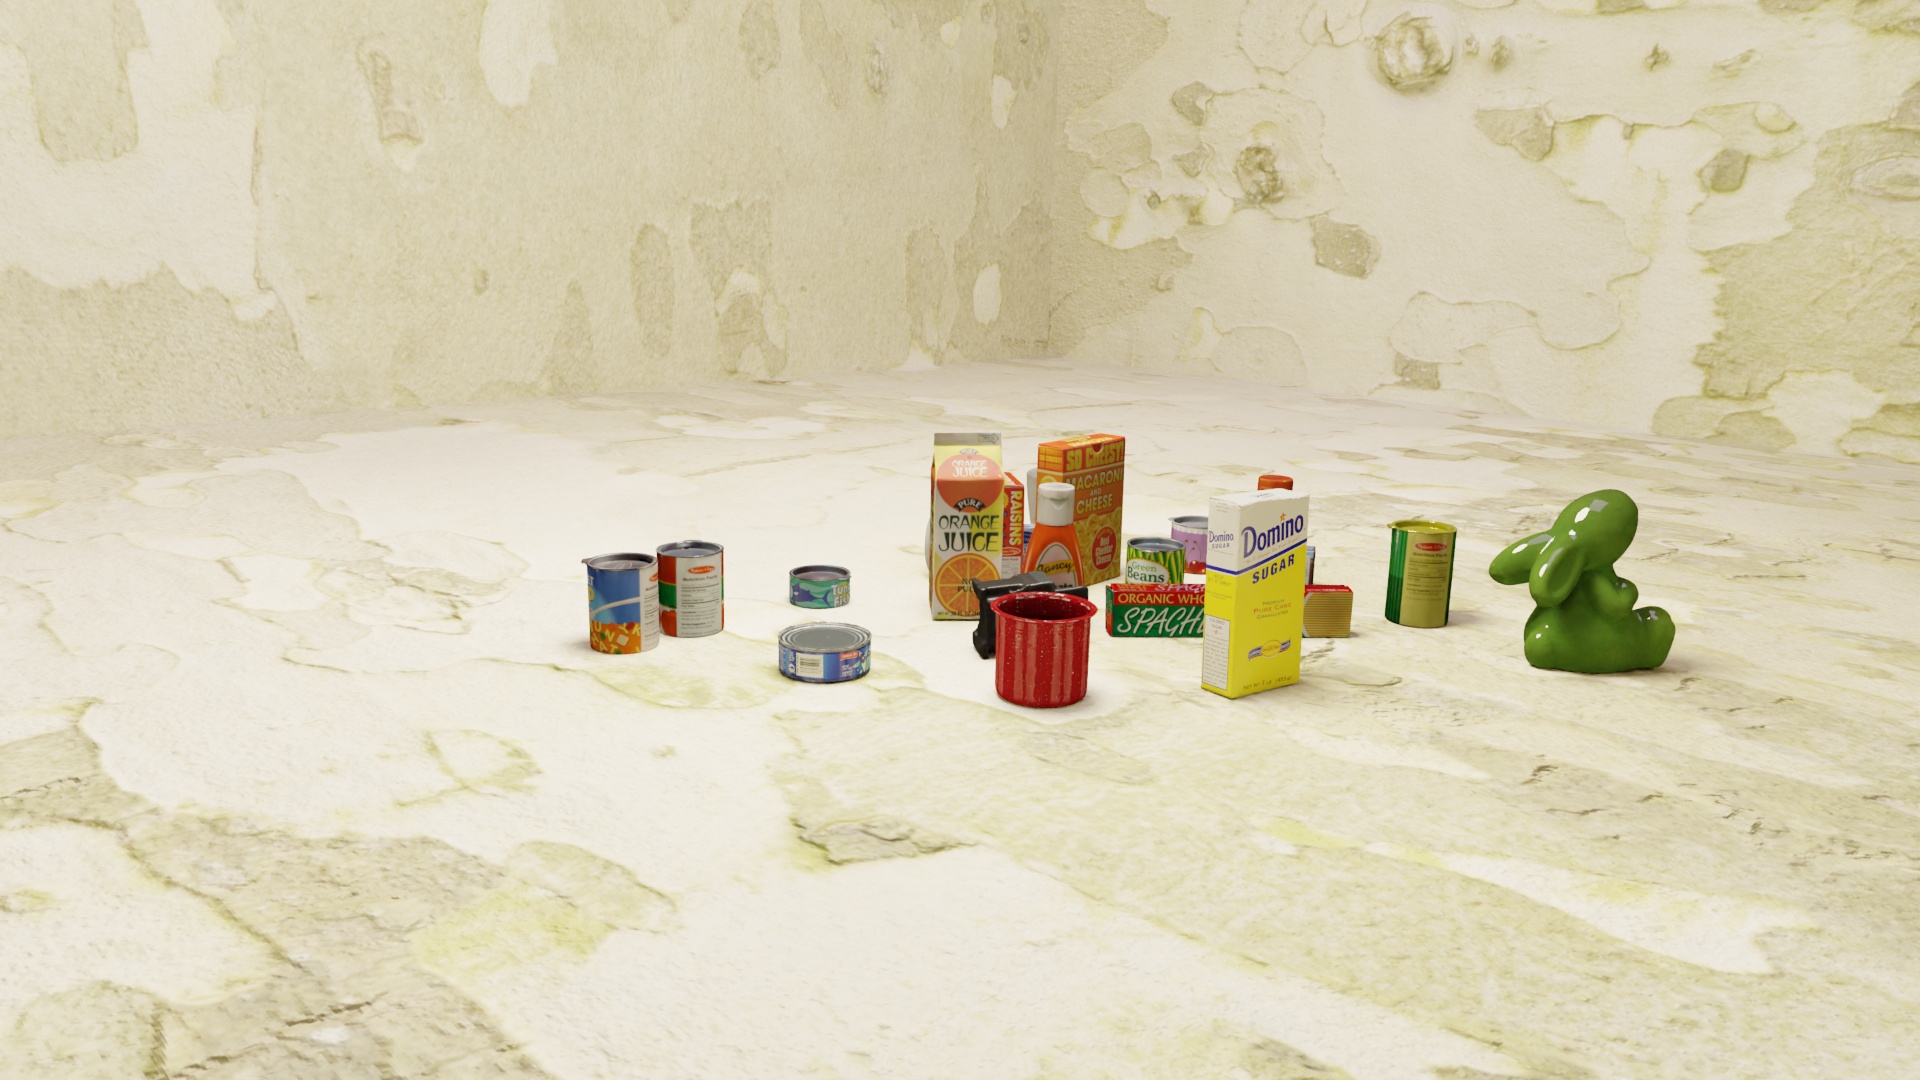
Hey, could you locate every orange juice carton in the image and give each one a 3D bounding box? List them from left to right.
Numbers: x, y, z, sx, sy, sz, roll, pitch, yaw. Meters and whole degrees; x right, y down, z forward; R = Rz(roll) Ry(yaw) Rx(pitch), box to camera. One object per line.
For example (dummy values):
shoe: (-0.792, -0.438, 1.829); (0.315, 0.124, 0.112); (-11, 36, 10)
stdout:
orange juice carton: (0.005, -0.018, 1.444); (0.072, 0.192, 0.073); (0, 13, -5)

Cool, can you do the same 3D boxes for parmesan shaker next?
parmesan shaker: (0.482, 0.034, 1.467); (0.071, 0.102, 0.071); (1, 13, 0)

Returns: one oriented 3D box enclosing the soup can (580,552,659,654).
soup can: (-0.323, 0.059, 1.321); (0.071, 0.083, 0.071); (1, 13, 0)

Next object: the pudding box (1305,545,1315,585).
pudding box: (0.363, 0.028, 1.594); (0.084, 0.049, 0.030); (4, 13, 13)

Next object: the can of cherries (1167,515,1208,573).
can of cherries: (0.282, 0.005, 1.666); (0.071, 0.058, 0.071); (1, 13, 0)

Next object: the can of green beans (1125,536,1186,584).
can of green beans: (0.217, 0.031, 1.550); (0.071, 0.057, 0.071); (1, 13, 0)

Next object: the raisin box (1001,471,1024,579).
raisin box: (0.044, -0.010, 1.565); (0.040, 0.123, 0.086); (-1, 13, -8)

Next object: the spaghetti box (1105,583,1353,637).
spaghetti box: (0.271, 0.071, 1.405); (0.250, 0.050, 0.029); (0, 13, -4)

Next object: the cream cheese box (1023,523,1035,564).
cream cheese box: (0.068, 0.008, 1.640); (0.104, 0.053, 0.024); (-1, 13, -10)

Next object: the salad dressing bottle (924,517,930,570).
salad dressing bottle: (-0.010, -0.030, 1.590); (0.064, 0.147, 0.044); (-10, 17, -41)

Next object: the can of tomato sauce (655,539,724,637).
can of tomato sauce: (-0.268, 0.047, 1.378); (0.071, 0.083, 0.071); (1, 13, 0)

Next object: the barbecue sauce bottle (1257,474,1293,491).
barbecue sauce bottle: (0.329, 0.006, 1.473); (0.065, 0.148, 0.044); (12, 17, 40)

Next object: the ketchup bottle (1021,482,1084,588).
ketchup bottle: (0.094, 0.017, 1.400); (0.065, 0.148, 0.043); (0, 13, -4)

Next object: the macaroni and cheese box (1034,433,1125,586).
macaroni and cheese box: (0.136, -0.032, 1.572); (0.040, 0.166, 0.124); (12, 17, 39)

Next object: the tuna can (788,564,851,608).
tuna can: (-0.149, 0.050, 1.488); (0.071, 0.032, 0.071); (1, 13, 0)
